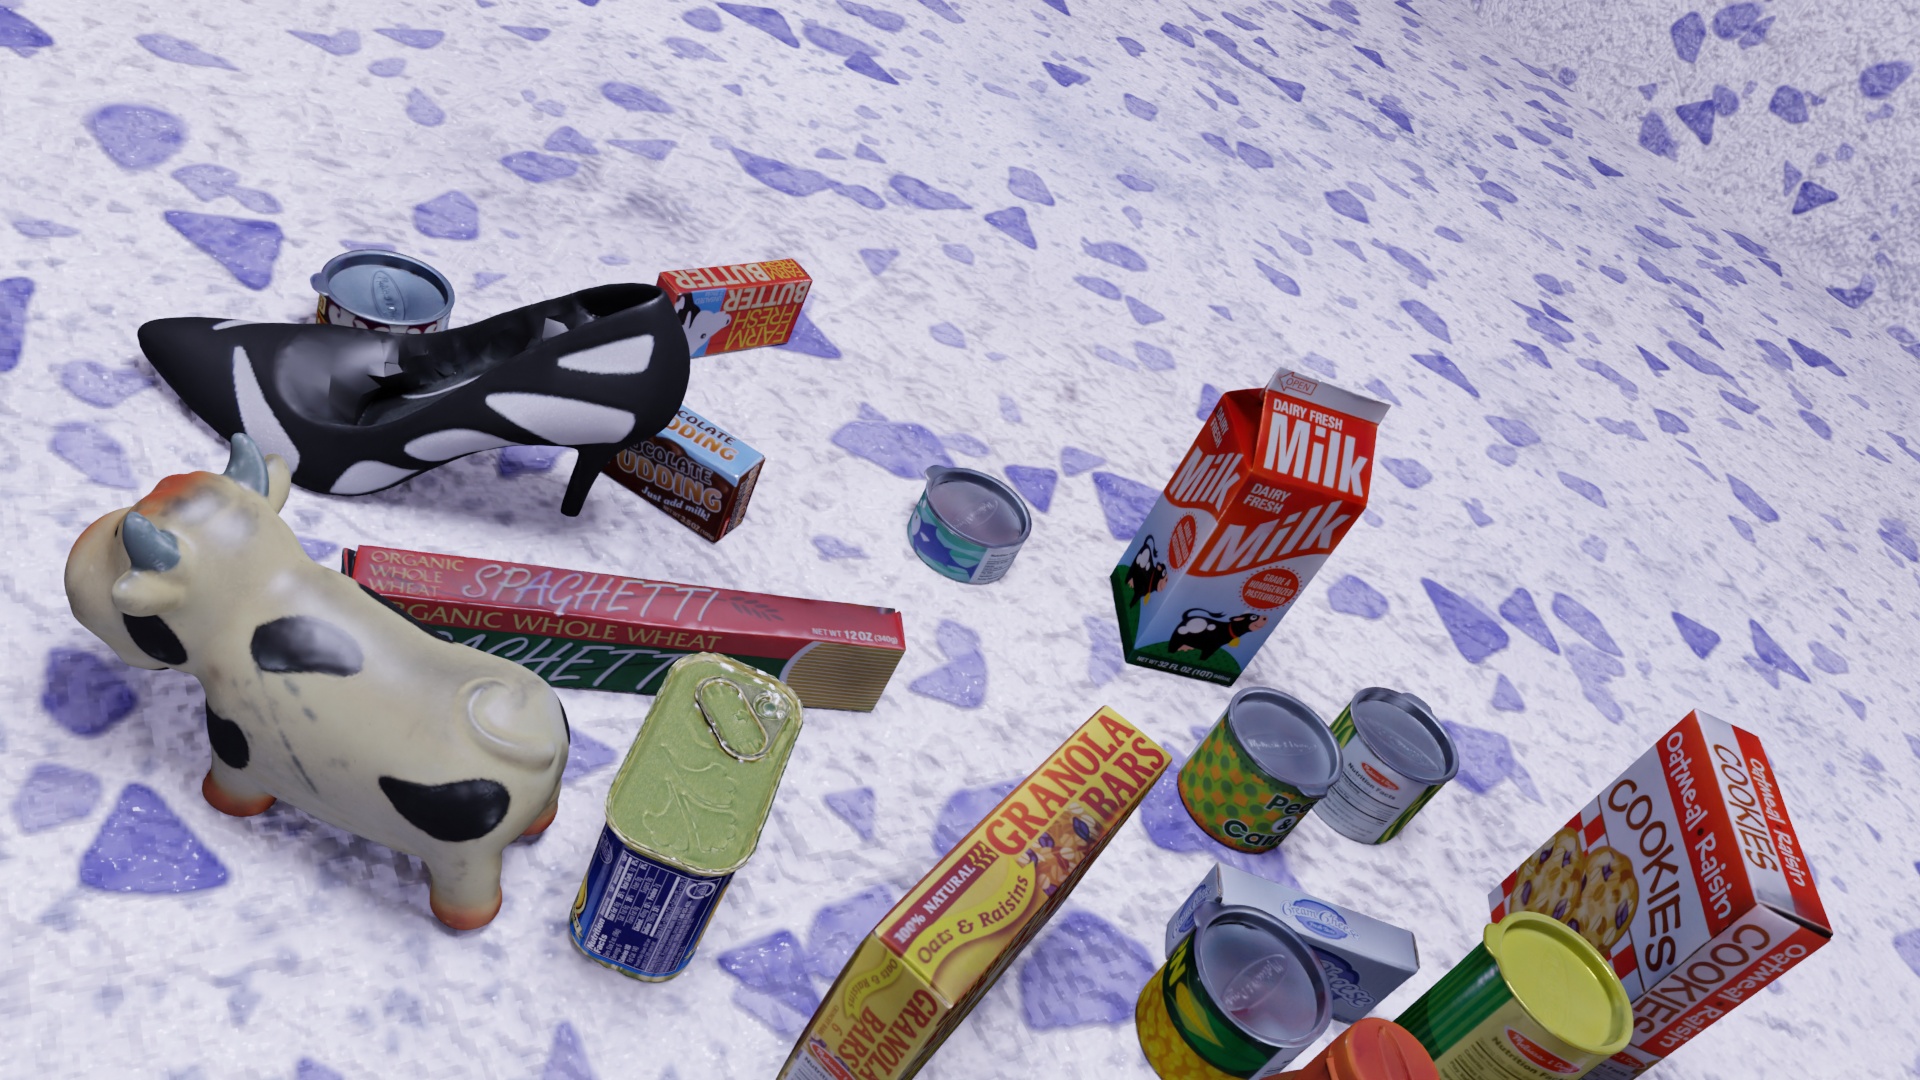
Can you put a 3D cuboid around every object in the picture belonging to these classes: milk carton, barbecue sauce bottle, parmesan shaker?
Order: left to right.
[{"bbox_3d":[0.158,-0.012,0.770,0.072,0.189,0.074,15,39,-17],"label":"milk carton"},{"bbox_3d":[0.115,0.224,0.500,0.044,0.147,0.065,14,39,-18],"label":"barbecue sauce bottle"},{"bbox_3d":[0.234,0.220,0.617,0.071,0.102,0.072,17,38,-14],"label":"parmesan shaker"}]

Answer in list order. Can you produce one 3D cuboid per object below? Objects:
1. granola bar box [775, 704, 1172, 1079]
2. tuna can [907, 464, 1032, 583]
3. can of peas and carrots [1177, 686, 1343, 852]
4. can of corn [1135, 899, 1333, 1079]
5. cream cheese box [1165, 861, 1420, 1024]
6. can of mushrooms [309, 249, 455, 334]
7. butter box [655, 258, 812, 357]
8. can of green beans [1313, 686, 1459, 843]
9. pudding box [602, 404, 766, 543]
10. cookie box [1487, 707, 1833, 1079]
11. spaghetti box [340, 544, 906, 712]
[{"bbox_3d":[0.005,0.149,0.541,0.039,0.123,0.166,39,38,14],"label":"granola bar box"},{"bbox_3d":[0.003,-0.010,0.801,0.071,0.032,0.071,17,38,-14],"label":"tuna can"},{"bbox_3d":[0.156,0.121,0.721,0.071,0.058,0.071,17,38,-14],"label":"can of peas and carrots"},{"bbox_3d":[0.116,0.201,0.603,0.071,0.058,0.071,17,38,-14],"label":"can of corn"},{"bbox_3d":[0.153,0.188,0.645,0.104,0.053,0.024,21,37,-9],"label":"cream cheese box"},{"bbox_3d":[-0.308,-0.123,0.738,0.071,0.033,0.071,17,38,-14],"label":"can of mushrooms"},{"bbox_3d":[-0.142,-0.141,0.847,0.104,0.052,0.024,-18,56,-44],"label":"butter box"},{"bbox_3d":[0.229,0.124,0.764,0.071,0.057,0.071,17,38,-14],"label":"can of green beans"},{"bbox_3d":[-0.149,-0.043,0.730,0.084,0.049,0.030,32,37,6],"label":"pudding box"},{"bbox_3d":[0.328,0.180,0.670,0.040,0.166,0.123,25,37,-5],"label":"cookie box"},{"bbox_3d":[-0.148,0.043,0.630,0.250,0.050,0.029,8,41,-24],"label":"spaghetti box"}]
